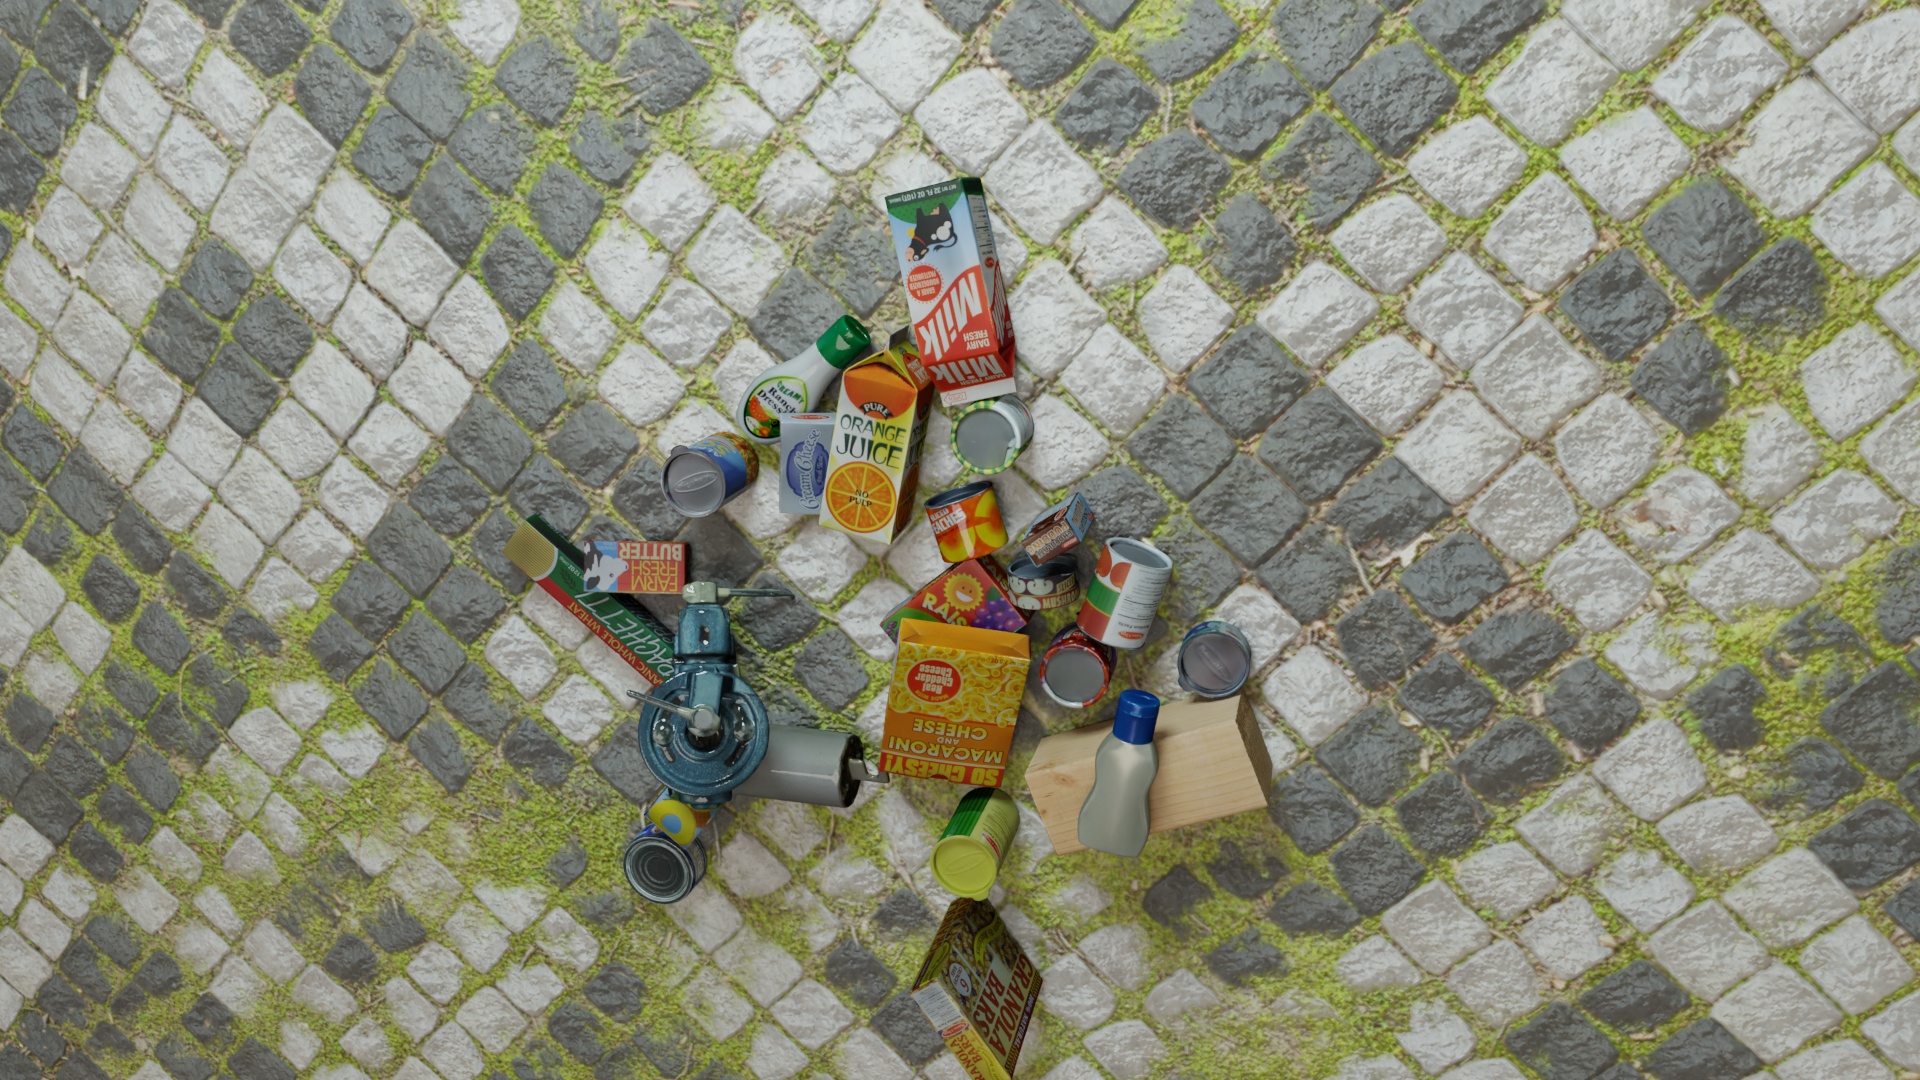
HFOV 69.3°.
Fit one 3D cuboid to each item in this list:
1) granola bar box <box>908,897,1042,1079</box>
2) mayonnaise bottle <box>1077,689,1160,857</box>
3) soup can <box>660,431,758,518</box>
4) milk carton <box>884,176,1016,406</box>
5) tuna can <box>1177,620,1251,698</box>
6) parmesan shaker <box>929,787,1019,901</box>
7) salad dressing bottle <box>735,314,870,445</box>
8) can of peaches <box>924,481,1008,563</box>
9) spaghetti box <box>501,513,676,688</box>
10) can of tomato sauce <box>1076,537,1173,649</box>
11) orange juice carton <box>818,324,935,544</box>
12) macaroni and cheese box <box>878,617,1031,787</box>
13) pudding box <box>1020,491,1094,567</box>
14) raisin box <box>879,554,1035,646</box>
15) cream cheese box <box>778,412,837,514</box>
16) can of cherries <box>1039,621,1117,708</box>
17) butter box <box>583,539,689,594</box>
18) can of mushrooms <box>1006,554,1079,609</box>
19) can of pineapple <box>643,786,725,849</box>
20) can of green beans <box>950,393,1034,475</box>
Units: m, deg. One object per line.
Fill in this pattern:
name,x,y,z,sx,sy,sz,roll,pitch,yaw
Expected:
granola bar box,0.020,0.440,1.372,0.039,0.166,0.124,-33,96,21
mayonnaise bottle,0.146,0.206,1.236,0.065,0.041,0.147,13,107,10
soup can,-0.240,-0.067,1.329,0.071,0.084,0.071,4,108,13
milk carton,-0.003,-0.217,1.221,0.072,0.074,0.190,-10,101,17
tuna can,0.233,0.111,1.285,0.071,0.033,0.070,4,108,14
parmesan shaker,0.017,0.297,1.362,0.071,0.103,0.071,4,108,14
salad dressing bottle,-0.147,-0.151,1.300,0.147,0.044,0.064,-40,102,22
can of peaches,0.005,-0.016,1.287,0.071,0.071,0.058,-13,104,18
spaghetti box,-0.363,0.072,1.435,0.250,0.029,0.050,41,111,0
can of tomato sauce,0.149,0.047,1.272,0.071,0.071,0.082,21,111,8
orange juice carton,-0.073,-0.102,1.280,0.073,0.072,0.191,15,110,9
macaroni and cheese box,-0.008,0.158,1.325,0.124,0.040,0.165,8,123,-3
pudding box,0.088,-0.010,1.259,0.049,0.084,0.030,-30,98,21
raisin box,-0.003,0.074,1.334,0.123,0.040,0.086,-37,94,23
cream cheese box,-0.145,-0.073,1.312,0.053,0.024,0.103,1,125,-7
can of cherries,0.112,0.114,1.305,0.071,0.058,0.071,5,108,14
butter box,-0.325,0.026,1.397,0.103,0.024,0.053,1,93,3
can of mushrooms,0.079,0.038,1.285,0.071,0.071,0.033,-1,108,15
can of pineapple,-0.288,0.279,1.458,0.058,0.071,0.070,40,112,0
can of green beans,0.029,-0.098,1.262,0.071,0.058,0.071,4,108,14
